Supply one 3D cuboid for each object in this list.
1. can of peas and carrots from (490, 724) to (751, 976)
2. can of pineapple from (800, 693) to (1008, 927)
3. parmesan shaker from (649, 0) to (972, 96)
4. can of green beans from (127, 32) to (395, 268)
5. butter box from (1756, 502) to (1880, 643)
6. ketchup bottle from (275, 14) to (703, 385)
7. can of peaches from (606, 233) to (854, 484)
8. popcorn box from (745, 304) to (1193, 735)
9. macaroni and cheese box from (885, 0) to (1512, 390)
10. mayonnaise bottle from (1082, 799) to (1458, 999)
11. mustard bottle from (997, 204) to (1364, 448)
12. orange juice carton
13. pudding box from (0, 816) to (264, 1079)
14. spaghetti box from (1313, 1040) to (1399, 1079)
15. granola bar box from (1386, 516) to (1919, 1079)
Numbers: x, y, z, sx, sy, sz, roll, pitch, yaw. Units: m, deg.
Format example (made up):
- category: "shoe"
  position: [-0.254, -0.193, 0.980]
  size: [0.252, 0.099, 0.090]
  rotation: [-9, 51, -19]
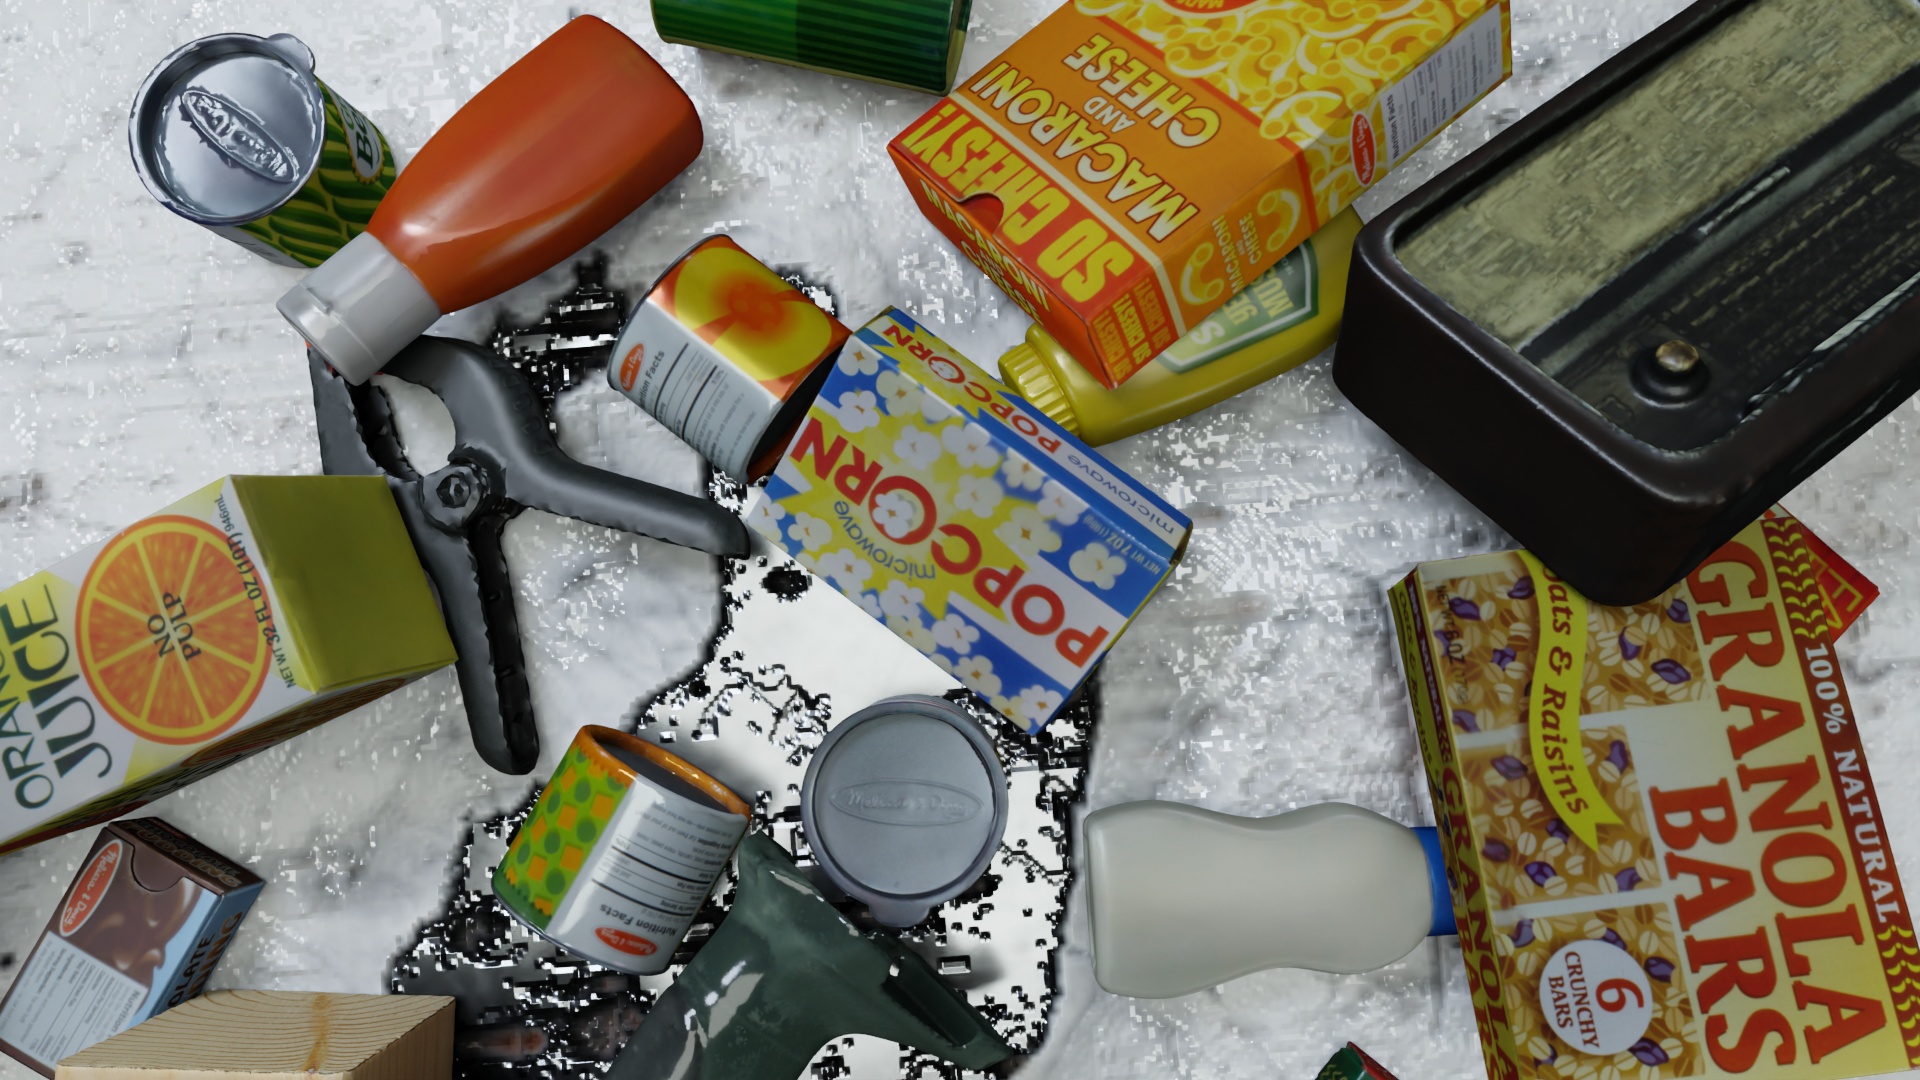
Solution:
- category: "can of peas and carrots"
  position: [-0.113, 0.101, 0.464]
  size: [0.071, 0.071, 0.059]
  rotation: [29, 87, 3]
- category: "can of pineapple"
  position: [-0.018, 0.087, 0.466]
  size: [0.071, 0.058, 0.071]
  rotation: [0, 86, 1]
- category: "parmesan shaker"
  position: [-0.048, -0.200, 0.487]
  size: [0.103, 0.071, 0.071]
  rotation: [11, 86, 1]
- category: "can of green beans"
  position: [-0.242, -0.134, 0.487]
  size: [0.071, 0.058, 0.071]
  rotation: [0, 86, 1]
- category: "butter box"
  position: [0.261, 0.037, 0.482]
  size: [0.053, 0.024, 0.103]
  rotation: [43, 87, 5]
- category: "ketchup bottle"
  position: [-0.162, -0.115, 0.475]
  size: [0.065, 0.043, 0.149]
  rotation: [41, 74, 12]
- category: "can of peaches"
  position: [-0.075, -0.062, 0.476]
  size: [0.058, 0.071, 0.071]
  rotation: [38, 87, 4]
- category: "popcorn box"
  position: [0.002, -0.006, 0.464]
  size: [0.127, 0.038, 0.084]
  rotation: [36, 122, 3]
- category: "macaroni and cheese box"
  position: [0.074, -0.144, 0.463]
  size: [0.166, 0.040, 0.124]
  rotation: [-38, 53, -3]
- category: "mayonnaise bottle"
  position: [0.117, 0.118, 0.471]
  size: [0.148, 0.041, 0.065]
  rotation: [-3, 85, -1]
- category: "mustard bottle"
  position: [0.065, -0.069, 0.481]
  size: [0.160, 0.048, 0.065]
  rotation: [-30, 81, -2]
- category: "orange juice carton"
  position: [-0.275, 0.048, 0.456]
  size: [0.192, 0.073, 0.072]
  rotation: [-24, 87, 12]
- category: "pudding box"
  position: [-0.288, 0.144, 0.480]
  size: [0.050, 0.030, 0.084]
  rotation: [28, 86, 4]
- category: "spaghetti box"
  position: [0.073, 0.281, 0.464]
  size: [0.050, 0.028, 0.250]
  rotation: [40, 87, 3]
- category: "granola bar box"
  position: [0.215, 0.083, 0.436]
  size: [0.124, 0.039, 0.166]
  rotation: [-7, 76, 1]
